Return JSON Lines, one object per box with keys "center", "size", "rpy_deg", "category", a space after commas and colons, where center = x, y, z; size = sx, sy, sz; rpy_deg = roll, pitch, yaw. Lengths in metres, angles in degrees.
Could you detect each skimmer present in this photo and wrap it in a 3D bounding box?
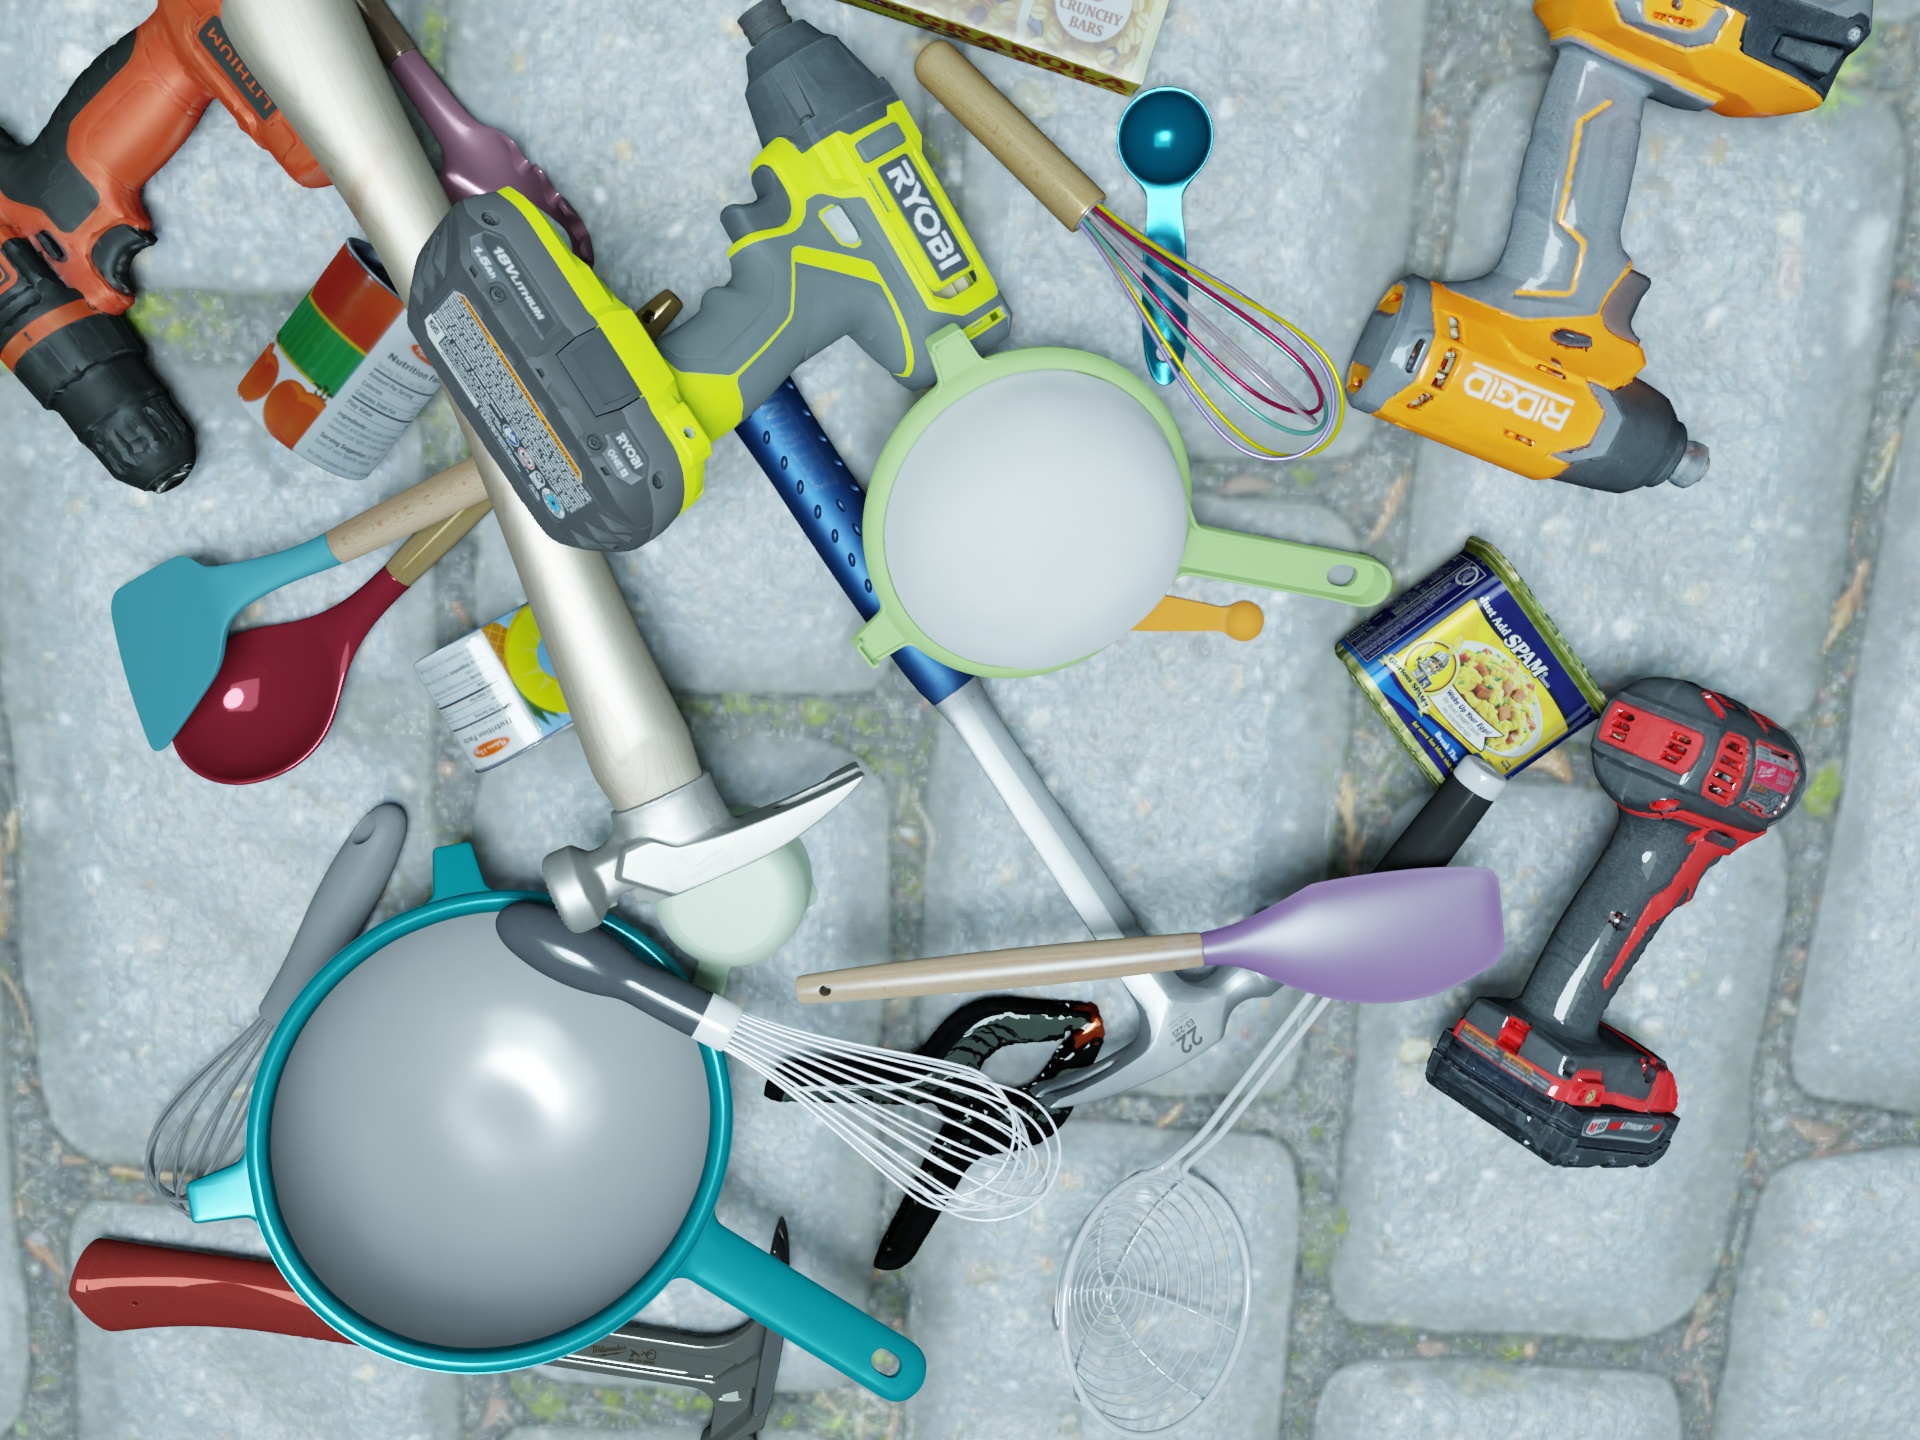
{"center": [0.159, 0.184, 0.749], "size": [0.127, 0.090, 0.363], "rpy_deg": [17, 115, -33], "category": "skimmer"}

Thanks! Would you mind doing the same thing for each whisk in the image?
{"center": [0.074, -0.207, 0.688], "size": [0.245, 0.047, 0.051], "rpy_deg": [45, 65, 2], "category": "whisk"}
{"center": [-0.334, 0.143, 0.783], "size": [0.055, 0.055, 0.239], "rpy_deg": [30, 96, -7], "category": "whisk"}
{"center": [-0.083, 0.154, 0.731], "size": [0.284, 0.070, 0.070], "rpy_deg": [27, 102, -6], "category": "whisk"}

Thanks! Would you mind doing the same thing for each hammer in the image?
{"center": [-0.271, 0.304, 0.824], "size": [0.359, 0.037, 0.149], "rpy_deg": [10, 103, -3], "category": "hammer"}
{"center": [-0.178, -0.119, 0.662], "size": [0.146, 0.038, 0.410], "rpy_deg": [-23, 104, -7], "category": "hammer"}
{"center": [-0.001, -0.002, 0.740], "size": [0.144, 0.035, 0.405], "rpy_deg": [-36, 99, -12], "category": "hammer"}

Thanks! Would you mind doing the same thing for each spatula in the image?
{"center": [-0.252, -0.087, 0.712], "size": [0.317, 0.044, 0.082], "rpy_deg": [-24, 77, 5], "category": "spatula"}
{"center": [0.083, 0.107, 0.711], "size": [0.316, 0.018, 0.060], "rpy_deg": [-6, 96, 4], "category": "spatula"}

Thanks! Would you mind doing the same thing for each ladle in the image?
{"center": [-0.244, -0.086, 0.736], "size": [0.315, 0.031, 0.069], "rpy_deg": [-42, 90, 7], "category": "ladle"}

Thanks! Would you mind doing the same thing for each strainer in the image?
{"center": [-0.168, 0.226, 0.763], "size": [0.340, 0.095, 0.211], "rpy_deg": [35, 69, -10], "category": "strainer"}
{"center": [0.087, -0.069, 0.686], "size": [0.256, 0.069, 0.151], "rpy_deg": [7, 113, -20], "category": "strainer"}

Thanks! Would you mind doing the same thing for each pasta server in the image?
{"center": [-0.258, -0.306, 0.678], "size": [0.060, 0.040, 0.316], "rpy_deg": [-32, 101, 18], "category": "pasta server"}

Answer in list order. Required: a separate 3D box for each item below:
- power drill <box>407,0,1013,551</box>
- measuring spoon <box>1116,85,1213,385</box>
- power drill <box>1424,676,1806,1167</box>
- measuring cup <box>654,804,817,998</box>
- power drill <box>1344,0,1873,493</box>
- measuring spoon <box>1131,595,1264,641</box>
{"center": [-0.098, -0.183, 0.641], "size": [0.223, 0.080, 0.171], "rpy_deg": [-40, 106, -31], "category": "power drill"}
{"center": [0.092, -0.217, 0.716], "size": [0.042, 0.021, 0.128], "rpy_deg": [0, 113, 8], "category": "measuring spoon"}
{"center": [0.318, 0.093, 0.742], "size": [0.143, 0.079, 0.219], "rpy_deg": [13, 102, -40], "category": "power drill"}
{"center": [-0.123, 0.125, 0.780], "size": [0.083, 0.038, 0.167], "rpy_deg": [15, 101, -4], "category": "measuring cup"}
{"center": [0.286, -0.213, 0.684], "size": [0.164, 0.084, 0.226], "rpy_deg": [21, 107, -6], "category": "power drill"}
{"center": [0.087, -0.051, 0.754], "size": [0.117, 0.011, 0.021], "rpy_deg": [5, 103, -2], "category": "measuring spoon"}
